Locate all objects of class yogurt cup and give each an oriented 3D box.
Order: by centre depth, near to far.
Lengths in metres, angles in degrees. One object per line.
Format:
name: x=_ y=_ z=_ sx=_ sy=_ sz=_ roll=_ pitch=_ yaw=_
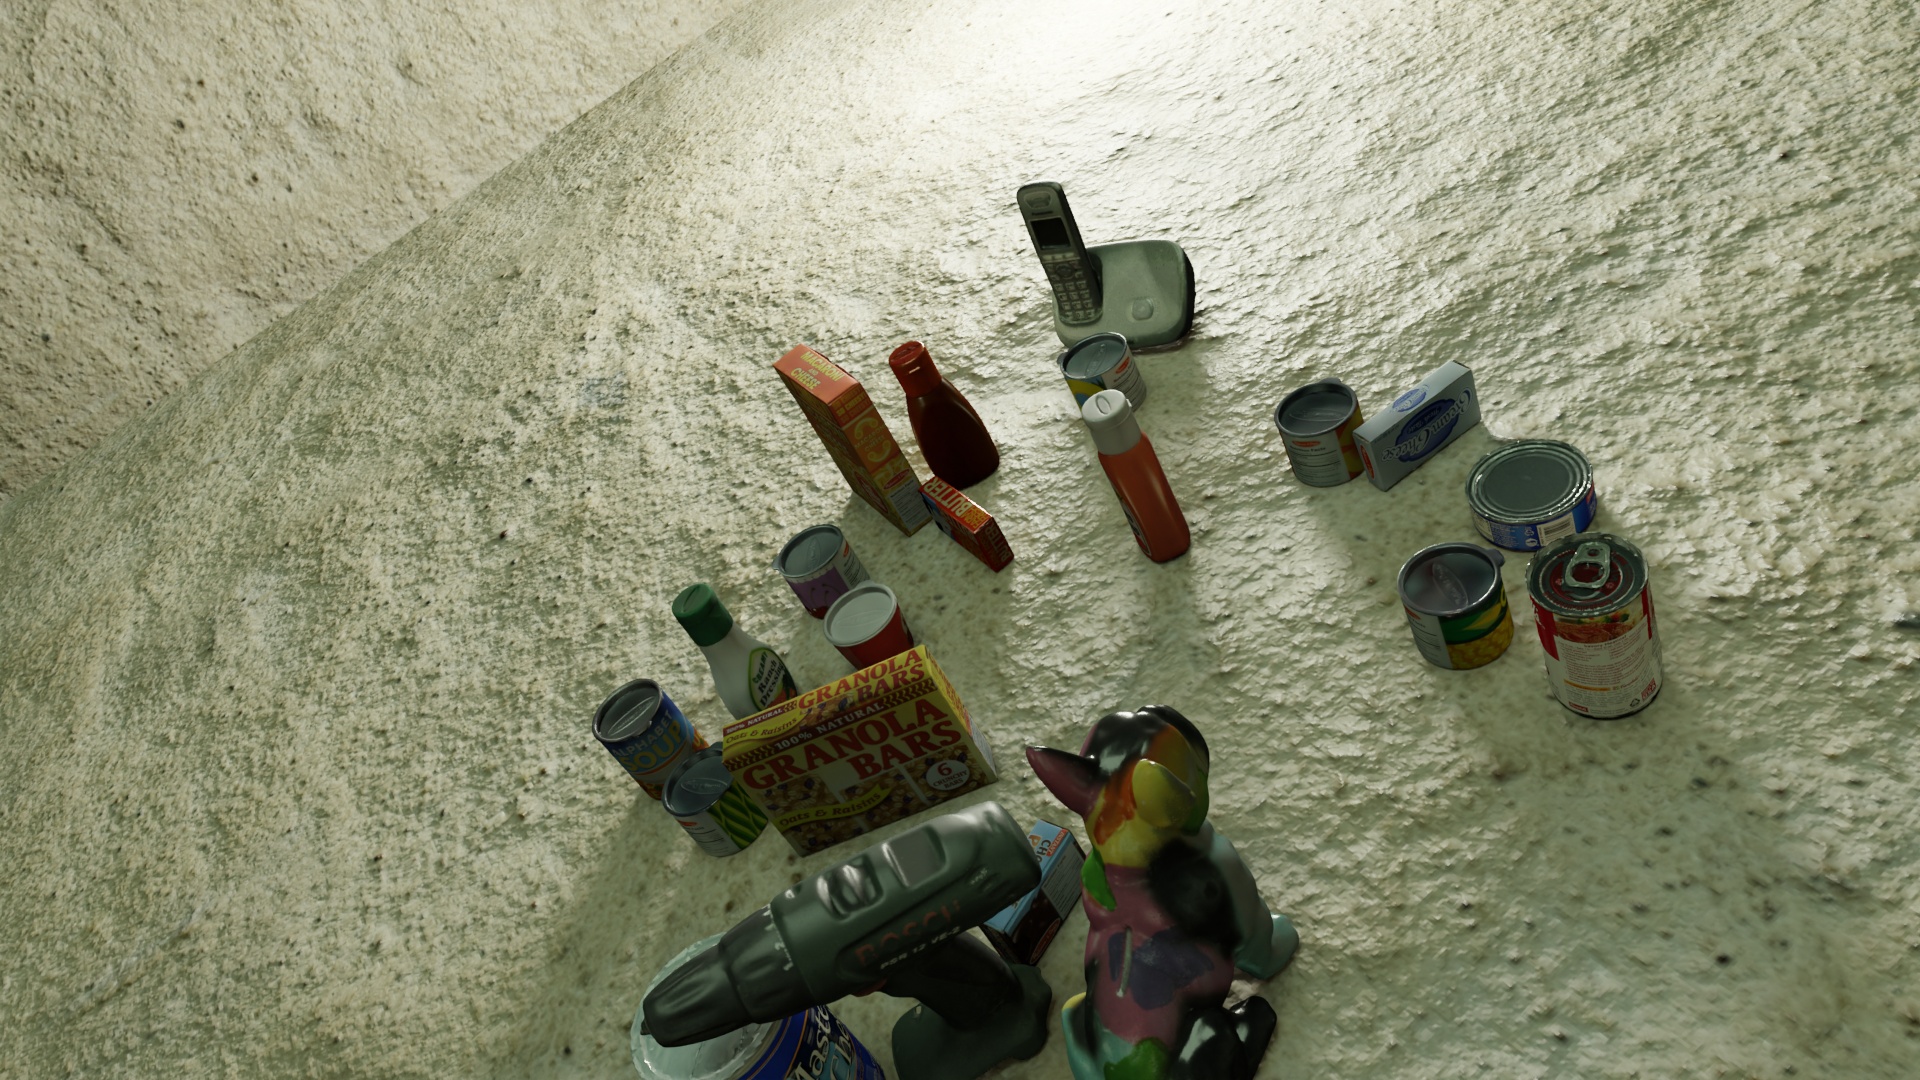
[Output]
yogurt cup: x=-0.075 y=0.078 z=1.169 sx=0.072 sy=0.053 sz=0.073 roll=-18 pitch=38 yaw=15

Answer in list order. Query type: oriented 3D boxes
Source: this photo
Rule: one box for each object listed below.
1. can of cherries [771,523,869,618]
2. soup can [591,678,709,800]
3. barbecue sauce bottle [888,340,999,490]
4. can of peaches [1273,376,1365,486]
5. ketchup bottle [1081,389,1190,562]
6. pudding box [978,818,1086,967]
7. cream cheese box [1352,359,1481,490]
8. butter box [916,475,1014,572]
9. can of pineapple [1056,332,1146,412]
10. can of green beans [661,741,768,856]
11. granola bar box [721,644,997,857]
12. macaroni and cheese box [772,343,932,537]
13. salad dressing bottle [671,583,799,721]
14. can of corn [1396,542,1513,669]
can of cherries: x=-0.126 y=0.029 z=1.256 sx=0.071 sy=0.058 sz=0.072 roll=-18 pitch=38 yaw=15
soup can: x=-0.256 y=0.168 z=1.159 sx=0.071 sy=0.083 sz=0.072 roll=-18 pitch=38 yaw=15
barbecue sauce bottle: x=-0.019 y=-0.115 z=1.278 sx=0.065 sy=0.148 sz=0.044 roll=-28 pitch=37 yaw=3
can of peaches: x=0.293 y=-0.087 z=1.116 sx=0.071 sy=0.058 sz=0.071 roll=-18 pitch=38 yaw=15
ketchup bottle: x=0.139 y=-0.053 z=1.103 sx=0.043 sy=0.148 sz=0.065 roll=-26 pitch=37 yaw=6
pudding box: x=0.049 y=0.232 z=0.913 sx=0.030 sy=0.049 sz=0.084 roll=12 pitch=53 yaw=42
cream cheese box: x=0.356 y=-0.090 z=1.081 sx=0.104 sy=0.053 sz=0.024 roll=-36 pitch=37 yaw=-8
butter box: x=0.004 y=-0.015 z=1.226 sx=0.024 sy=0.053 sz=0.104 roll=-38 pitch=38 yaw=-11
can of pineapple: x=0.132 y=-0.152 z=1.296 sx=0.071 sy=0.057 sz=0.071 roll=-18 pitch=38 yaw=15
can of green beans: x=-0.192 y=0.206 z=1.095 sx=0.071 sy=0.057 sz=0.071 roll=-18 pitch=38 yaw=15
granola bar box: x=-0.073 y=0.156 z=1.020 sx=0.165 sy=0.123 sz=0.039 roll=-23 pitch=37 yaw=9
macaroni and cheese box: x=-0.097 y=-0.095 z=1.291 sx=0.040 sy=0.165 sz=0.124 roll=-39 pitch=38 yaw=-11
salad dressing bottle: x=-0.185 y=0.097 z=1.142 sx=0.044 sy=0.147 sz=0.064 roll=-5 pitch=44 yaw=30
can of corn: x=0.337 y=0.043 z=0.936 sx=0.071 sy=0.058 sz=0.071 roll=-18 pitch=38 yaw=15
